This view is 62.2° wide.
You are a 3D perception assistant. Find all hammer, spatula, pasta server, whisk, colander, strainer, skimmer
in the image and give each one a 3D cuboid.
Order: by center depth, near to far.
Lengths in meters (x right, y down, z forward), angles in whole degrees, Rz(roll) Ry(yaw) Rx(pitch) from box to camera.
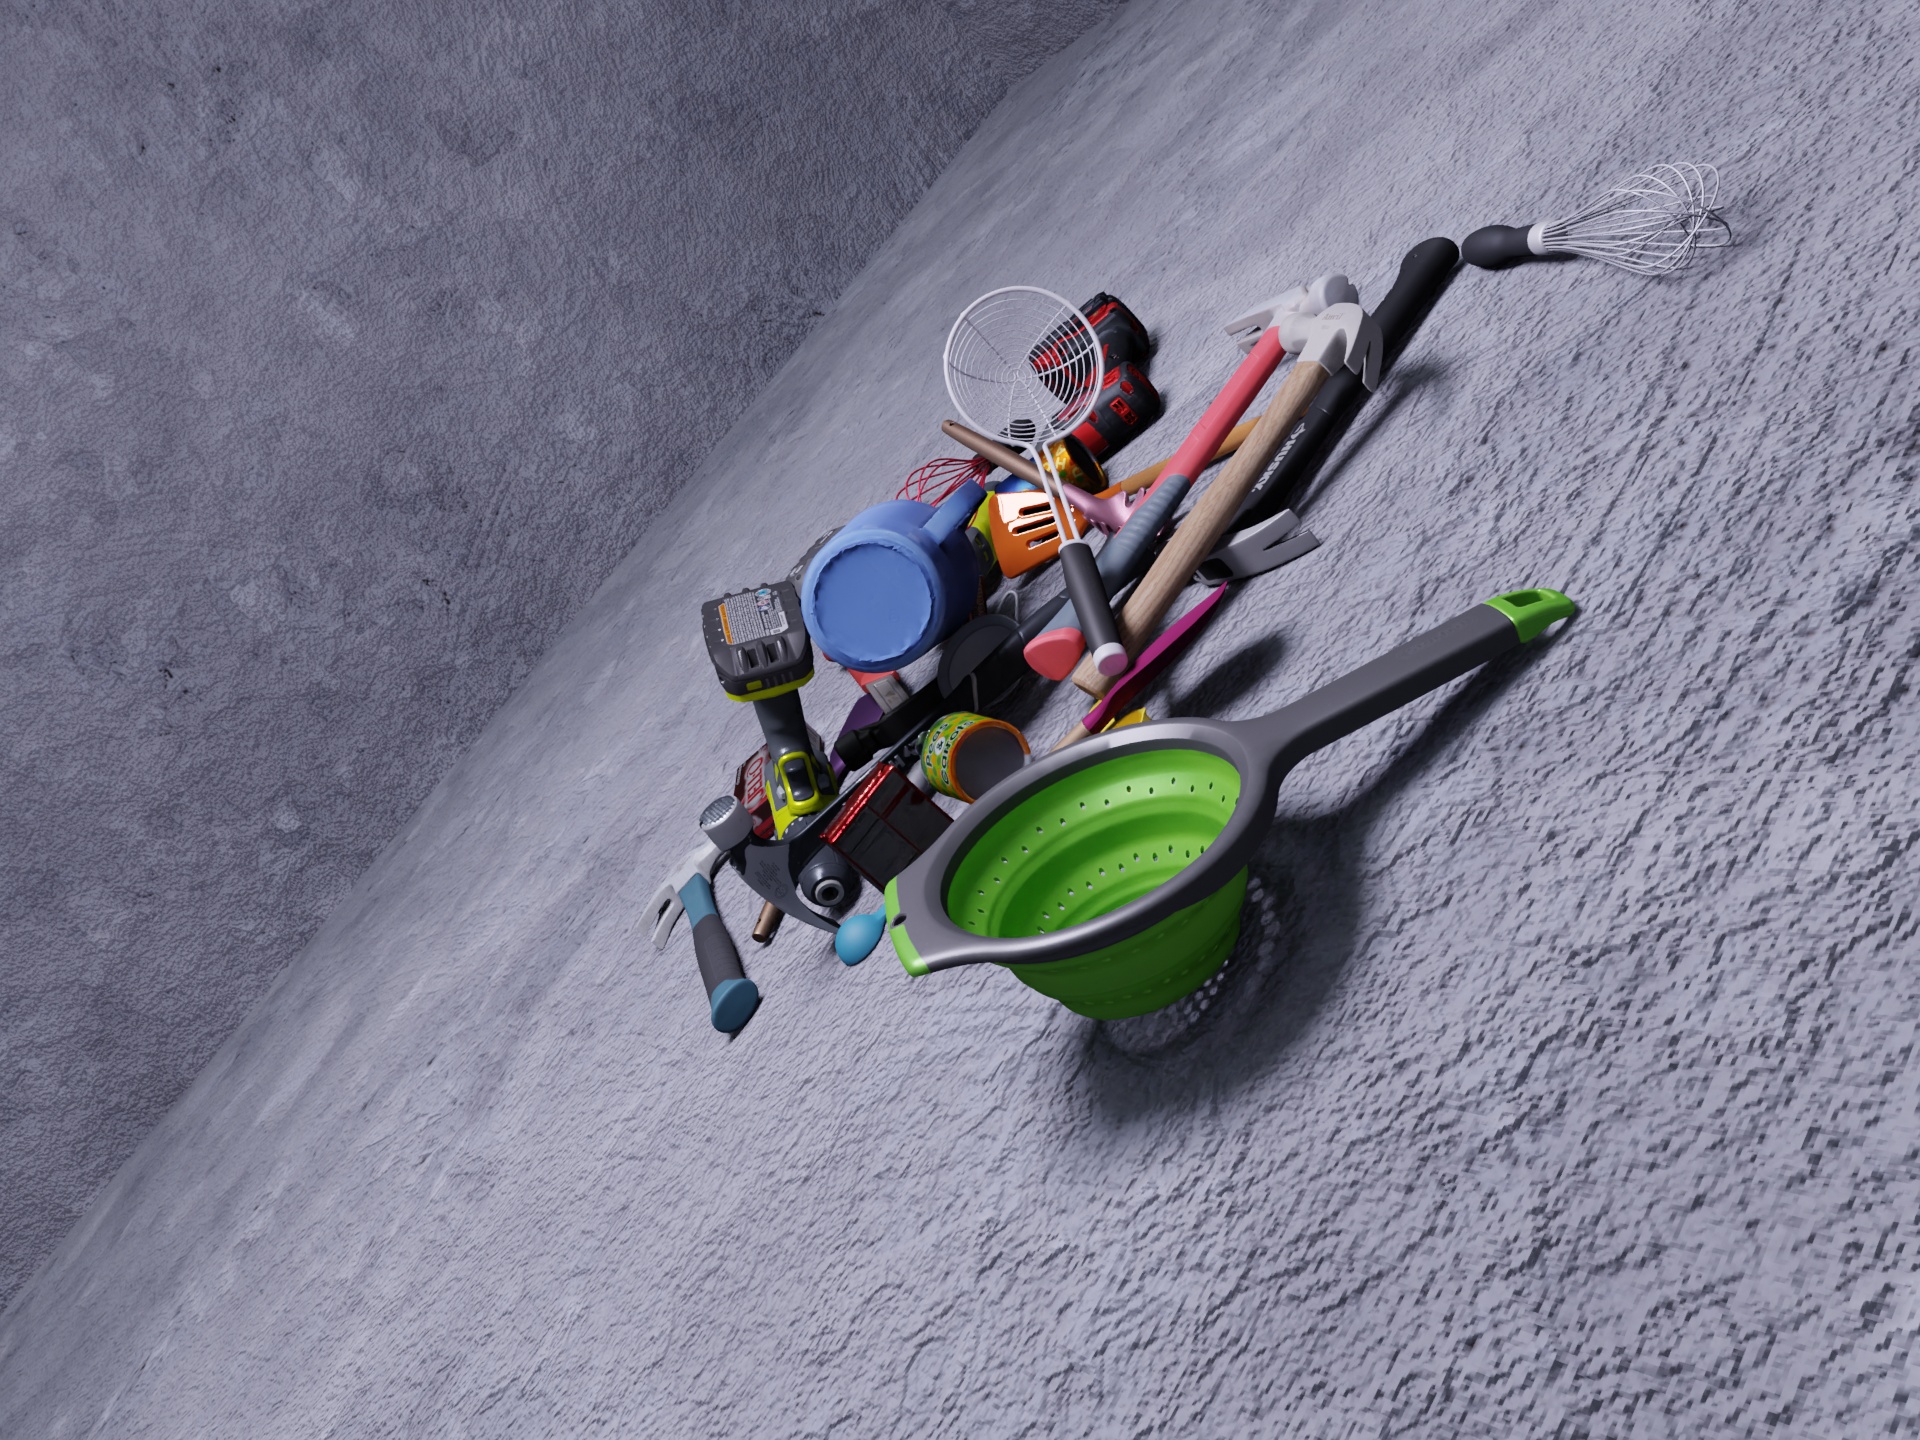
[{"bbox_3d":[0.156,0.054,0.852,0.397,0.094,0.205,-28,22,1],"label":"colander"},{"bbox_3d":[0.412,-0.325,1.064,0.070,0.070,0.285,-47,16,1],"label":"whisk"},{"bbox_3d":[0.185,-0.154,1.115,0.331,0.031,0.130,-55,22,-3],"label":"hammer"},{"bbox_3d":[0.071,-0.185,1.163,0.127,0.090,0.364,-7,46,-6],"label":"skimmer"},{"bbox_3d":[0.278,-0.235,1.178,0.335,0.035,0.146,-53,21,-16],"label":"hammer"},{"bbox_3d":[-0.002,-0.004,1.215,0.409,0.149,0.036,-42,28,-12],"label":"hammer"},{"bbox_3d":[0.160,-0.186,1.219,0.386,0.038,0.143,-53,19,-18],"label":"hammer"},{"bbox_3d":[-0.012,0.013,1.283,0.087,0.050,0.258,21,73,40],"label":"strainer"},{"bbox_3d":[0.153,-0.205,1.346,0.322,0.041,0.081,-20,78,44],"label":"spatula"},{"bbox_3d":[0.073,-0.214,1.378,0.060,0.040,0.316,-33,42,-18],"label":"pasta server"},{"bbox_3d":[-0.218,0.183,1.380,0.128,0.033,0.331,-46,21,-1],"label":"hammer"},{"bbox_3d":[-0.123,0.074,1.415,0.060,0.018,0.316,-25,29,37],"label":"spatula"},{"bbox_3d":[-0.074,-0.050,1.499,0.149,0.036,0.359,-35,19,-2],"label":"hammer"},{"bbox_3d":[0.013,-0.235,1.504,0.073,0.073,0.296,-32,10,34],"label":"whisk"}]

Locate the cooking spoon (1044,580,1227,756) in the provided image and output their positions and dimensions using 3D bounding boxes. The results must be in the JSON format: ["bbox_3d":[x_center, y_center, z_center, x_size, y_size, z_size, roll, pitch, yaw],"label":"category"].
[{"bbox_3d":[0.072,0.022,1.076,0.319,0.017,0.069,-47,2,25],"label":"cooking spoon"}]

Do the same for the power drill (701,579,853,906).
[{"bbox_3d":[-0.136,0.022,1.271,0.080,0.228,0.191,-16,30,-6],"label":"power drill"}]

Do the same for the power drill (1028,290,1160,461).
[{"bbox_3d":[0.125,-0.324,1.573,0.143,0.078,0.220,-37,26,26],"label":"power drill"}]

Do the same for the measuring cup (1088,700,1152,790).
[{"bbox_3d":[0.109,0.012,1.089,0.062,0.029,0.156,-49,9,9],"label":"measuring cup"}]

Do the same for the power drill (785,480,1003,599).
[{"bbox_3d":[-0.049,-0.167,1.582,0.223,0.080,0.171,-15,27,32],"label":"power drill"}]

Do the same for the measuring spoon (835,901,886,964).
[{"bbox_3d":[-0.054,0.125,1.187,0.128,0.021,0.042,-54,22,-14],"label":"measuring spoon"}]
